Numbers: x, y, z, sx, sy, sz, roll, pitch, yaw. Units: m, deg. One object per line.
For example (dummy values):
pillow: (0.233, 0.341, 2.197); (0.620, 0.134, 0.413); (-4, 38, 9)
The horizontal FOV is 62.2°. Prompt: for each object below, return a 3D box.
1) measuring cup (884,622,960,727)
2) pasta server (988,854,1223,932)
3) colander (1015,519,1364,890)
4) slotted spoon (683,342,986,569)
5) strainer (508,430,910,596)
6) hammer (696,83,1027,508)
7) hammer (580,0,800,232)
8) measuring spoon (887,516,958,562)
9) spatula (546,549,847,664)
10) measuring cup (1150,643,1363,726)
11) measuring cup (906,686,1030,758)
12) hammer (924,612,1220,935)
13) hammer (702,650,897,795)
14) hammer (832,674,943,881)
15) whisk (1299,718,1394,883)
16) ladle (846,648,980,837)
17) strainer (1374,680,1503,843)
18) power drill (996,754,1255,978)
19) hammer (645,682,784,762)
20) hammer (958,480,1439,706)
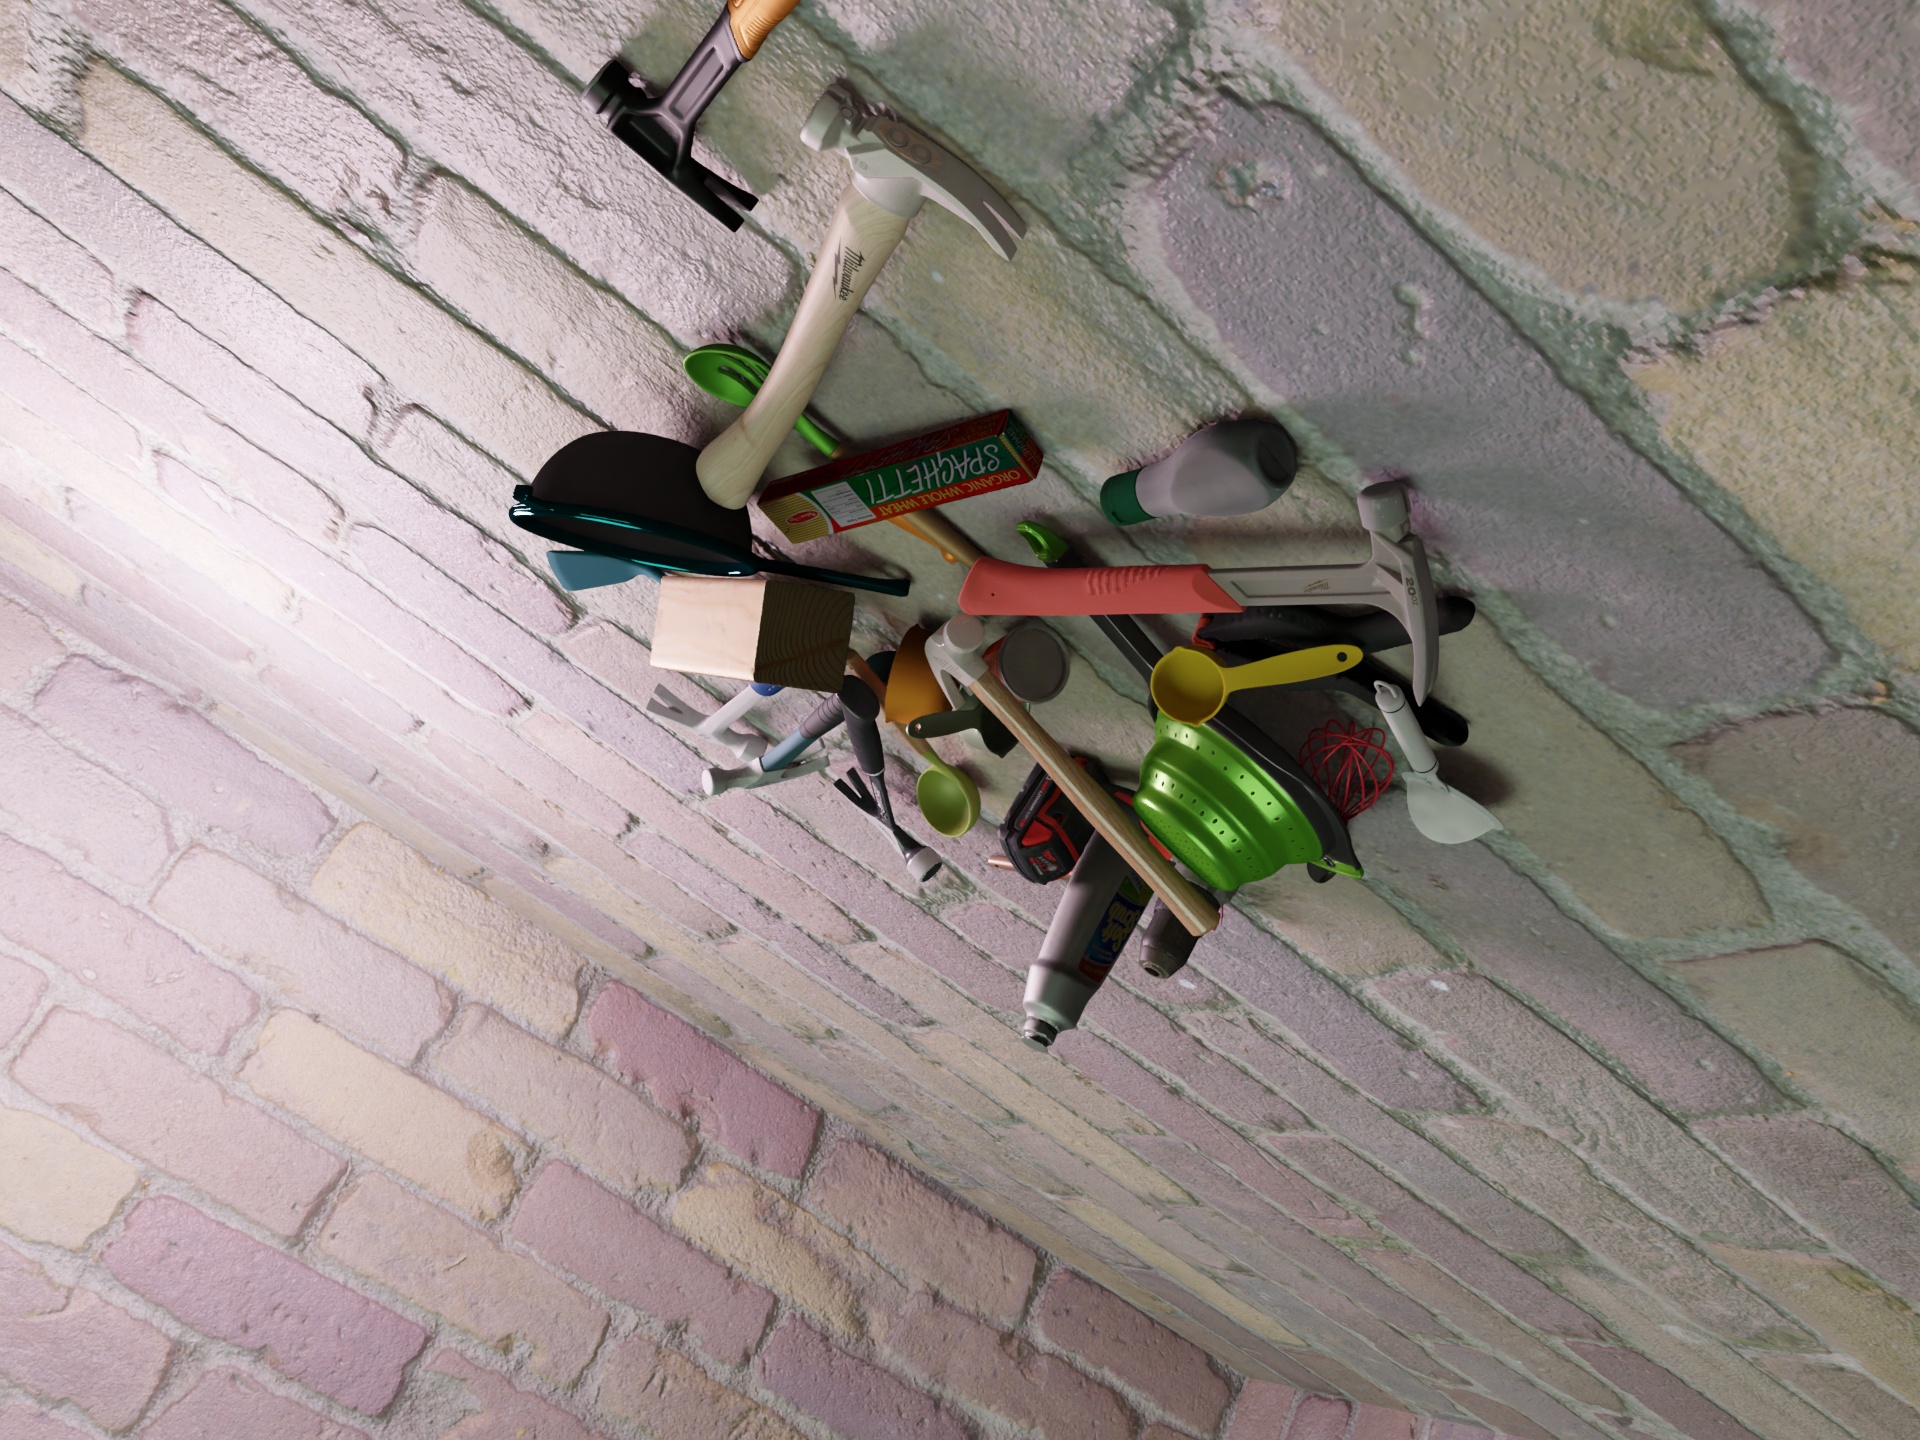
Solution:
measuring cup: (-0.023, -0.027, 1.462); (0.052, 0.095, 0.173); (15, 170, 12)
pasta server: (0.147, 0.171, 1.680); (0.316, 0.040, 0.060); (4, 133, 42)
colander: (0.154, 0.012, 1.262); (0.397, 0.094, 0.204); (47, 171, -16)
slotted spoon: (-0.081, -0.198, 1.252); (0.313, 0.031, 0.070); (36, 151, -19)
strainer: (-0.203, -0.178, 1.350); (0.340, 0.095, 0.211); (10, 176, -10)
hammer: (-0.099, -0.255, 1.111); (0.146, 0.038, 0.410); (32, 148, -9)
hammer: (-0.109, -0.400, 0.904); (0.127, 0.034, 0.337); (39, 152, -18)
measuring spoon: (-0.050, -0.161, 1.303); (0.117, 0.011, 0.021); (30, 154, -4)
spatula: (-0.253, -0.108, 1.563); (0.317, 0.044, 0.082); (22, 158, 11)
measuring cup: (0.215, -0.036, 1.152); (0.156, 0.029, 0.062); (-11, 101, 25)
measuring cup: (-0.002, -0.004, 1.394); (0.038, 0.083, 0.167); (13, -165, 38)
hammer: (0.091, 0.049, 1.303); (0.331, 0.031, 0.130); (47, 165, -3)
hammer: (-0.146, 0.005, 1.616); (0.331, 0.128, 0.033); (-36, 69, 53)
hammer: (-0.088, 0.047, 1.583); (0.149, 0.036, 0.408); (45, 166, 17)
whisk: (0.312, 0.076, 1.326); (0.073, 0.073, 0.295); (20, 158, 17)
ladle: (-0.053, 0.024, 1.543); (0.078, 0.062, 0.319); (31, 167, 32)
strainer: (0.347, 0.037, 1.188); (0.087, 0.050, 0.258); (28, 167, 41)
power drill: (0.147, 0.126, 1.436); (0.227, 0.188, 0.080); (13, 151, 37)
hammer: (-0.212, -0.033, 1.628); (0.144, 0.035, 0.405); (27, 158, -16)
hammer: (0.155, -0.085, 1.126); (0.359, 0.037, 0.149); (1, 119, 36)
